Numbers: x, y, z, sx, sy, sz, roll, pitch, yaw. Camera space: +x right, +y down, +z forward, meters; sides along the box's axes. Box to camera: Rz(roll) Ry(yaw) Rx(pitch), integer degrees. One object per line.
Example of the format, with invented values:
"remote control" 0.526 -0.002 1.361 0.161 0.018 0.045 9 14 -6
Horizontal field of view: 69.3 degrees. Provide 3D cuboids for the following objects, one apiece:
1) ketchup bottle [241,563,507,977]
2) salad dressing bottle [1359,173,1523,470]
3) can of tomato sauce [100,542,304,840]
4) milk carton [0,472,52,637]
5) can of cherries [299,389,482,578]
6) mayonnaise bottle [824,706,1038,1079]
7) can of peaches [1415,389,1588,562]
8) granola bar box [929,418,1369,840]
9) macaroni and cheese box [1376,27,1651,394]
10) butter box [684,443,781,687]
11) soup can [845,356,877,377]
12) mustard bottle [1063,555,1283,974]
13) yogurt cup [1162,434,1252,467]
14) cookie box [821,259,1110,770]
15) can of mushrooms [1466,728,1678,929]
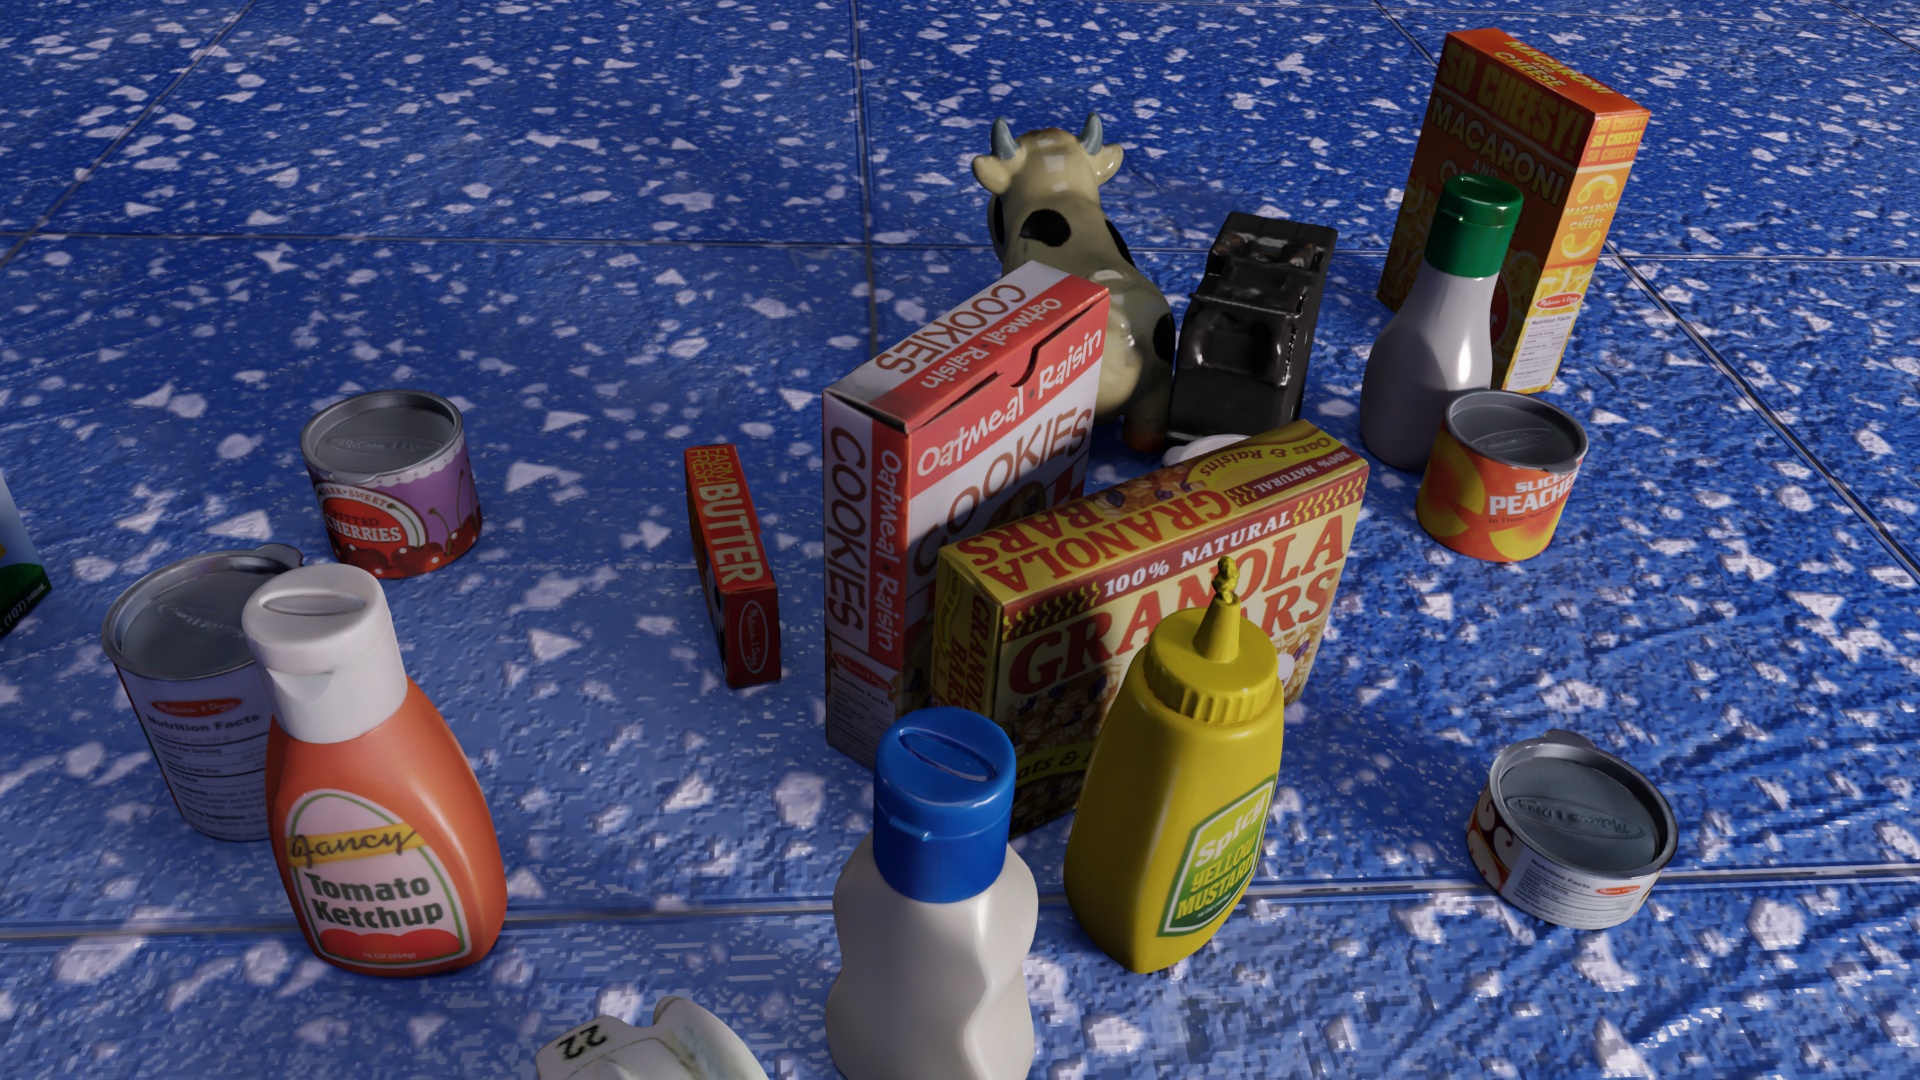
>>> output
"ketchup bottle" -0.181 0.074 0.425 0.065 0.148 0.044 2 39 -3
"salad dressing bottle" 0.239 -0.106 0.689 0.044 0.146 0.064 -20 44 -27
"can of tomato sauce" -0.255 0.054 0.495 0.071 0.082 0.071 3 39 -2
"milk carton" -0.420 -0.037 0.508 0.073 0.189 0.073 8 39 5
"can of cherries" -0.251 -0.024 0.612 0.071 0.058 0.072 3 39 -2
"mayonnaise bottle" -0.007 0.111 0.395 0.065 0.147 0.041 21 42 20
"can of peaches" 0.259 -0.030 0.667 0.071 0.057 0.071 3 39 -2
"granola bar box" 0.068 0.034 0.517 0.166 0.123 0.039 -20 44 -27
"macaroni and cheese box" 0.301 -0.183 0.775 0.040 0.165 0.124 -11 41 -18
"butter box" -0.098 0.008 0.591 0.024 0.052 0.104 -8 40 -15
"soup can" -0.019 -0.031 0.622 0.071 0.083 0.072 3 39 -2
"mustard bottle" 0.072 0.071 0.443 0.065 0.159 0.049 -25 47 -32
"yogurt cup" 0.125 -0.008 0.630 0.072 0.053 0.073 3 39 -2
"cookie box" 0.002 -0.007 0.527 0.040 0.166 0.123 26 44 25
"can of mushrooms" 0.225 0.106 0.514 0.071 0.033 0.071 3 39 -2
